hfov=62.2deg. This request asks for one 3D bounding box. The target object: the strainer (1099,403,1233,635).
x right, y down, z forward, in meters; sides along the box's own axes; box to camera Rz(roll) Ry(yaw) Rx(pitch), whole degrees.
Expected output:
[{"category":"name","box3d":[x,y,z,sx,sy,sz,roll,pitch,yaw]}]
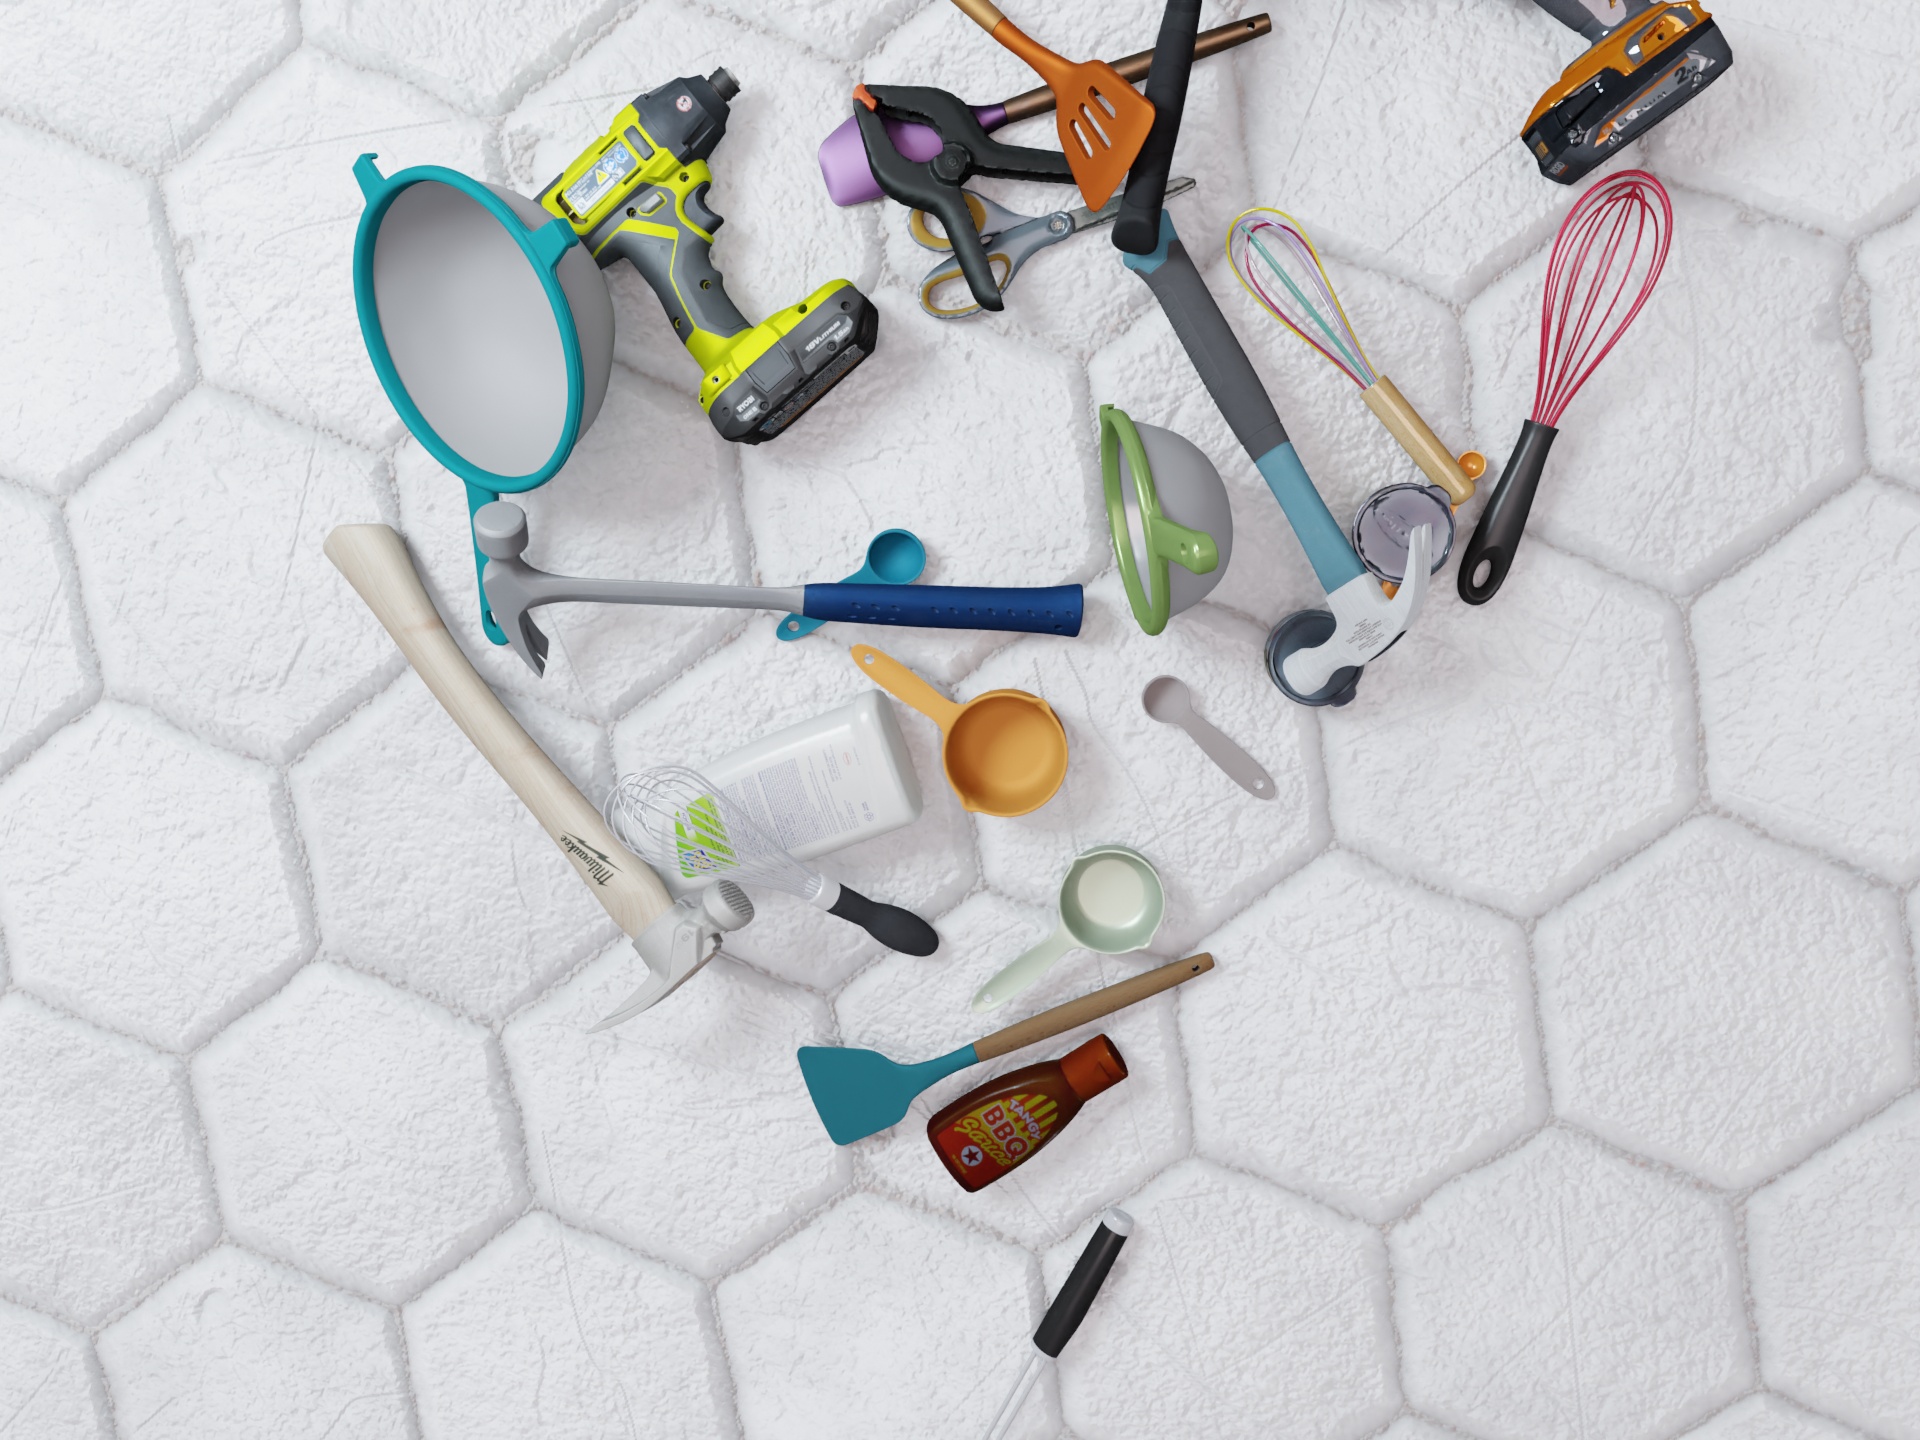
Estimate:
[{"category":"strainer","box3d":[0.145,-0.123,0.994,0.069,0.256,0.151,-12,104,-3]}]

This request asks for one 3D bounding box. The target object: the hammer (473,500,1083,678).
[{"category":"hammer","box3d":[-0.119,-0.080,1.097,0.405,0.035,0.144,2,141,-5]}]

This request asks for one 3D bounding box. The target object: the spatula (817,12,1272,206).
[{"category":"spatula","box3d":[0.054,-0.422,1.075,0.316,0.018,0.059,-16,97,8]}]

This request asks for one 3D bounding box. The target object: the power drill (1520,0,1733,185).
[{"category":"power drill","box3d":[0.360,-0.461,1.015,0.164,0.084,0.226,-35,90,9]}]

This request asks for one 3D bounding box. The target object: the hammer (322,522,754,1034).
[{"category":"hammer","box3d":[-0.325,0.028,1.128,0.146,0.038,0.411,-42,82,12]}]

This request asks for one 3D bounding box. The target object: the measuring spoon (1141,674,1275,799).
[{"category":"measuring spoon","box3d":[0.177,0.013,1.131,0.124,0.018,0.034,42,99,-9]}]

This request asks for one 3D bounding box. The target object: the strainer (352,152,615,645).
[{"category":"strainer","box3d":[-0.302,-0.212,1.089,0.211,0.095,0.340,25,129,26]}]

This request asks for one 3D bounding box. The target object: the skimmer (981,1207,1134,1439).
[{"category":"skimmer","box3d":[0.020,0.521,1.175,0.127,0.090,0.363,33,98,32]}]

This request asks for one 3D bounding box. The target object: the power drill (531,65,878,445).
[{"category":"power drill","box3d":[-0.165,-0.316,1.081,0.171,0.080,0.223,-39,90,10]}]

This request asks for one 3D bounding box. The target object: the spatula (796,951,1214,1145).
[{"category":"spatula","box3d":[0.035,0.229,1.168,0.317,0.044,0.082,-21,95,3]}]

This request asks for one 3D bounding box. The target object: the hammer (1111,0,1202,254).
[{"category":"hammer","box3d":[0.144,-0.467,1.006,0.035,0.146,0.334,12,103,3]}]

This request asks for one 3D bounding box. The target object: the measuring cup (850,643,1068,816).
[{"category":"measuring cup","box3d":[-0.002,-0.004,1.123,0.173,0.052,0.095,35,99,1]}]

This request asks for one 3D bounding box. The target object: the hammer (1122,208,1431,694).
[{"category":"hammer","box3d":[0.199,-0.189,1.055,0.128,0.033,0.331,-33,82,35]}]

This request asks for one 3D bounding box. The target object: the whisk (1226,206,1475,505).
[{"category":"whisk","box3d":[0.265,-0.244,1.066,0.047,0.051,0.245,-40,92,2]}]

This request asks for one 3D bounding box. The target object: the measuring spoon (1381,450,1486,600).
[{"category":"measuring spoon","box3d":[0.325,-0.134,1.098,0.021,0.011,0.117,33,103,11]}]

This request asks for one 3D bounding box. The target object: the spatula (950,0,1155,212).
[{"category":"spatula","box3d":[0.004,-0.468,1.039,0.323,0.041,0.081,45,135,8]}]

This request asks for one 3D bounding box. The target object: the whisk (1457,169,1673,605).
[{"category":"whisk","box3d":[0.394,-0.216,1.058,0.073,0.073,0.295,18,106,2]}]

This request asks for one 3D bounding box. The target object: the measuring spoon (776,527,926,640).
[{"category":"measuring spoon","box3d":[-0.080,-0.096,1.136,0.128,0.021,0.042,-32,111,17]}]

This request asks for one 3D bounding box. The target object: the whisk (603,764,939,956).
[{"category":"whisk","box3d":[-0.120,0.106,1.090,0.284,0.070,0.070,32,101,-34]}]

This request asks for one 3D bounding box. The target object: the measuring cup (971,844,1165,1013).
[{"category":"measuring cup","box3d":[0.074,0.154,1.146,0.167,0.038,0.083,-40,93,11]}]
